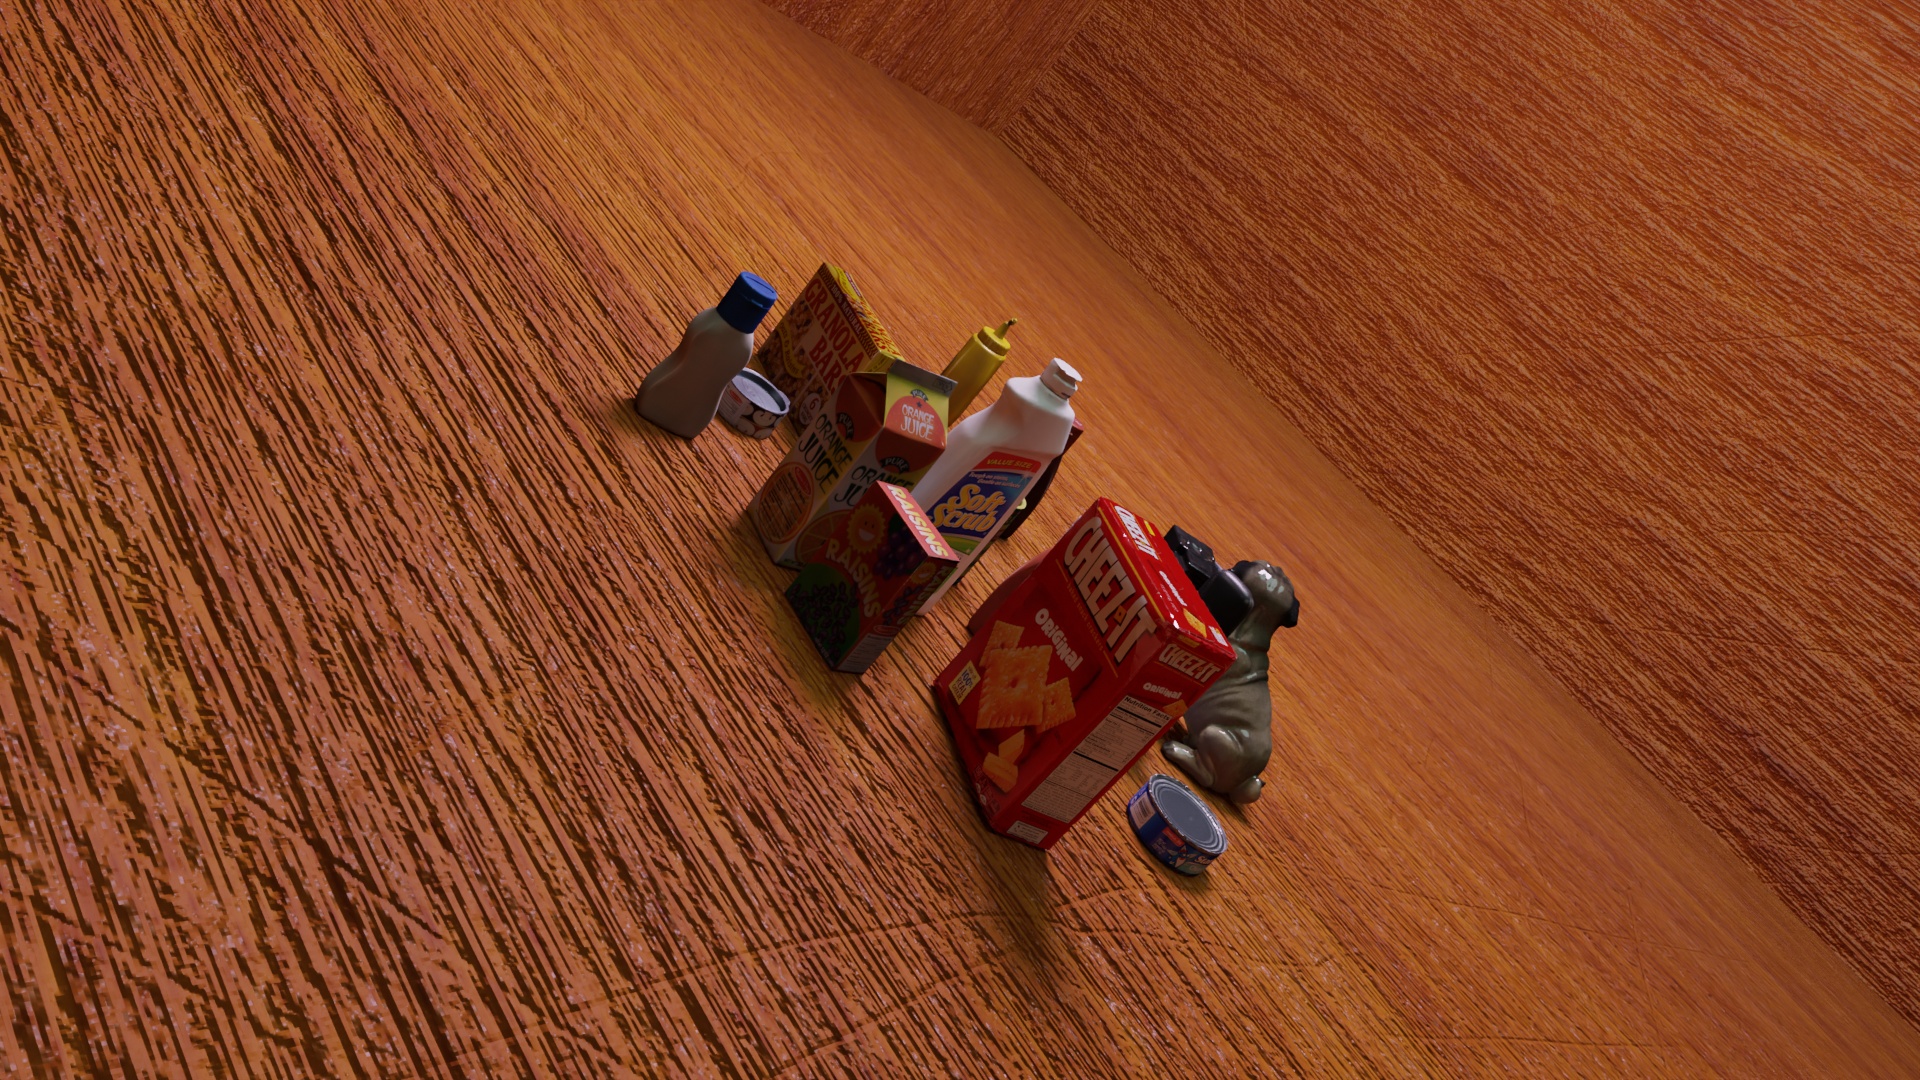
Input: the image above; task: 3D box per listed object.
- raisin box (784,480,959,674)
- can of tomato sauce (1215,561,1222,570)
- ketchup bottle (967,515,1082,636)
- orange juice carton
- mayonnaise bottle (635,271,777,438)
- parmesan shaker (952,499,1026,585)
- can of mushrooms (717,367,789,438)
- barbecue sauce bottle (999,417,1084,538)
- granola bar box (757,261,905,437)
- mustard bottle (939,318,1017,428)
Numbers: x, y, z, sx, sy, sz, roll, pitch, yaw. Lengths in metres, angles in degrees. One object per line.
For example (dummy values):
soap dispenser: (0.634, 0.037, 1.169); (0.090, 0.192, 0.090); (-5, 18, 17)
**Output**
raisin box: (-0.068, 0.029, 1.051); (0.040, 0.123, 0.086); (15, 32, -50)
can of tomato sauce: (0.259, 0.052, 1.623); (0.071, 0.083, 0.071); (34, 21, -15)
ketchup bottle: (0.073, 0.043, 1.229); (0.065, 0.148, 0.043); (46, 21, 16)
orange juice carton: (-0.083, -0.064, 1.118); (0.072, 0.192, 0.073); (18, 29, -45)
mayonnaise bottle: (-0.207, -0.155, 1.155); (0.065, 0.147, 0.041); (27, 24, -32)
parmesan shaker: (0.005, -0.016, 1.297); (0.071, 0.102, 0.071); (34, 21, -15)
can of mushrooms: (-0.193, -0.127, 1.284); (0.071, 0.033, 0.071); (34, 21, -15)
barbecue sauce bottle: (0.071, -0.073, 1.464); (0.065, 0.148, 0.044); (33, 21, -18)
granola bar box: (-0.130, -0.180, 1.373); (0.039, 0.124, 0.166); (22, 27, -41)
mustard bottle: (0.012, -0.198, 1.602); (0.049, 0.159, 0.065); (40, 20, -1)
